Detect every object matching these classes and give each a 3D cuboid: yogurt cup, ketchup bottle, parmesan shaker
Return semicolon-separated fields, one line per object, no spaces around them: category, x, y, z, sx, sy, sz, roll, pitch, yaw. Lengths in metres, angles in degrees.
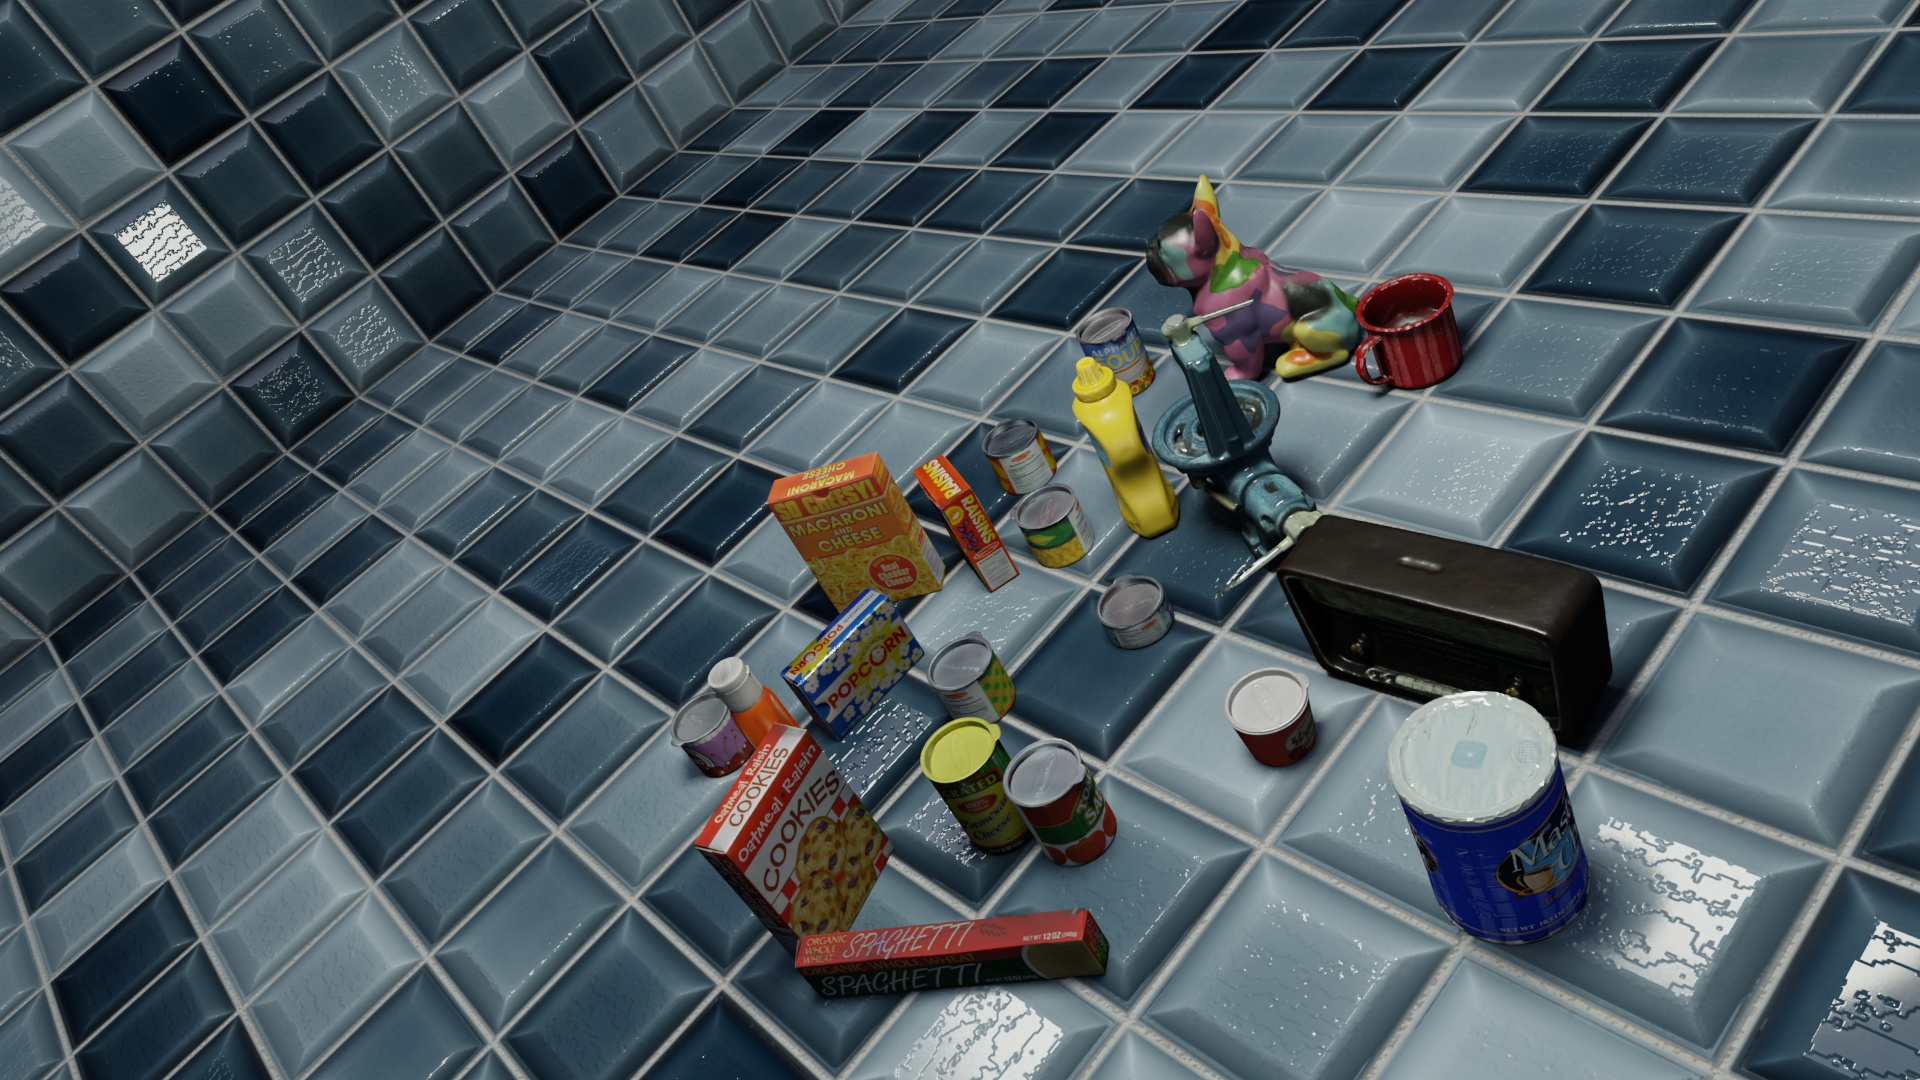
yogurt cup;0.249;0.142;1.104;0.072;0.053;0.073;-19;36;15
ketchup bottle;-0.181;0.169;1.291;0.043;0.148;0.065;-26;35;6
parmesan shaker;0.021;0.203;1.147;0.071;0.102;0.072;-19;36;15

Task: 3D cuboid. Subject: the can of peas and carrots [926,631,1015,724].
can of peas and carrots;0.011;0.129;1.284;0.071;0.058;0.071;-19;36;15

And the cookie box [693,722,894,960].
cookie box;-0.133;0.251;1.140;0.040;0.166;0.123;2;46;37

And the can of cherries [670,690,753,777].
can of cherries;-0.248;0.195;1.385;0.071;0.058;0.072;-19;36;15

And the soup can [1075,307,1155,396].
soup can;0.177;-0.209;1.566;0.071;0.083;0.072;-19;36;15

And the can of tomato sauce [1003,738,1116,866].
can of tomato sauce;0.082;0.210;1.112;0.071;0.082;0.071;-19;36;15

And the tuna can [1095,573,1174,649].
tuna can;0.161;0.065;1.281;0.071;0.032;0.071;-19;36;15

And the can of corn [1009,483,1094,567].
can of corn;0.093;-0.014;1.405;0.071;0.058;0.071;-19;36;15

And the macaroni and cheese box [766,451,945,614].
macaroni and cheese box;-0.106;-0.004;1.439;0.123;0.165;0.040;-15;38;21

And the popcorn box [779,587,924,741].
popcorn box;-0.104;0.120;1.354;0.127;0.085;0.038;-45;38;-21

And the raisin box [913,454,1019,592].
raisin box;0.005;-0.018;1.415;0.040;0.123;0.086;-32;35;-3

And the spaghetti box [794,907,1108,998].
spaghetti box;-0.011;0.320;1.070;0.250;0.050;0.029;-13;38;23

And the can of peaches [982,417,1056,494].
can of peaches;0.065;-0.093;1.524;0.071;0.058;0.071;-19;36;15
